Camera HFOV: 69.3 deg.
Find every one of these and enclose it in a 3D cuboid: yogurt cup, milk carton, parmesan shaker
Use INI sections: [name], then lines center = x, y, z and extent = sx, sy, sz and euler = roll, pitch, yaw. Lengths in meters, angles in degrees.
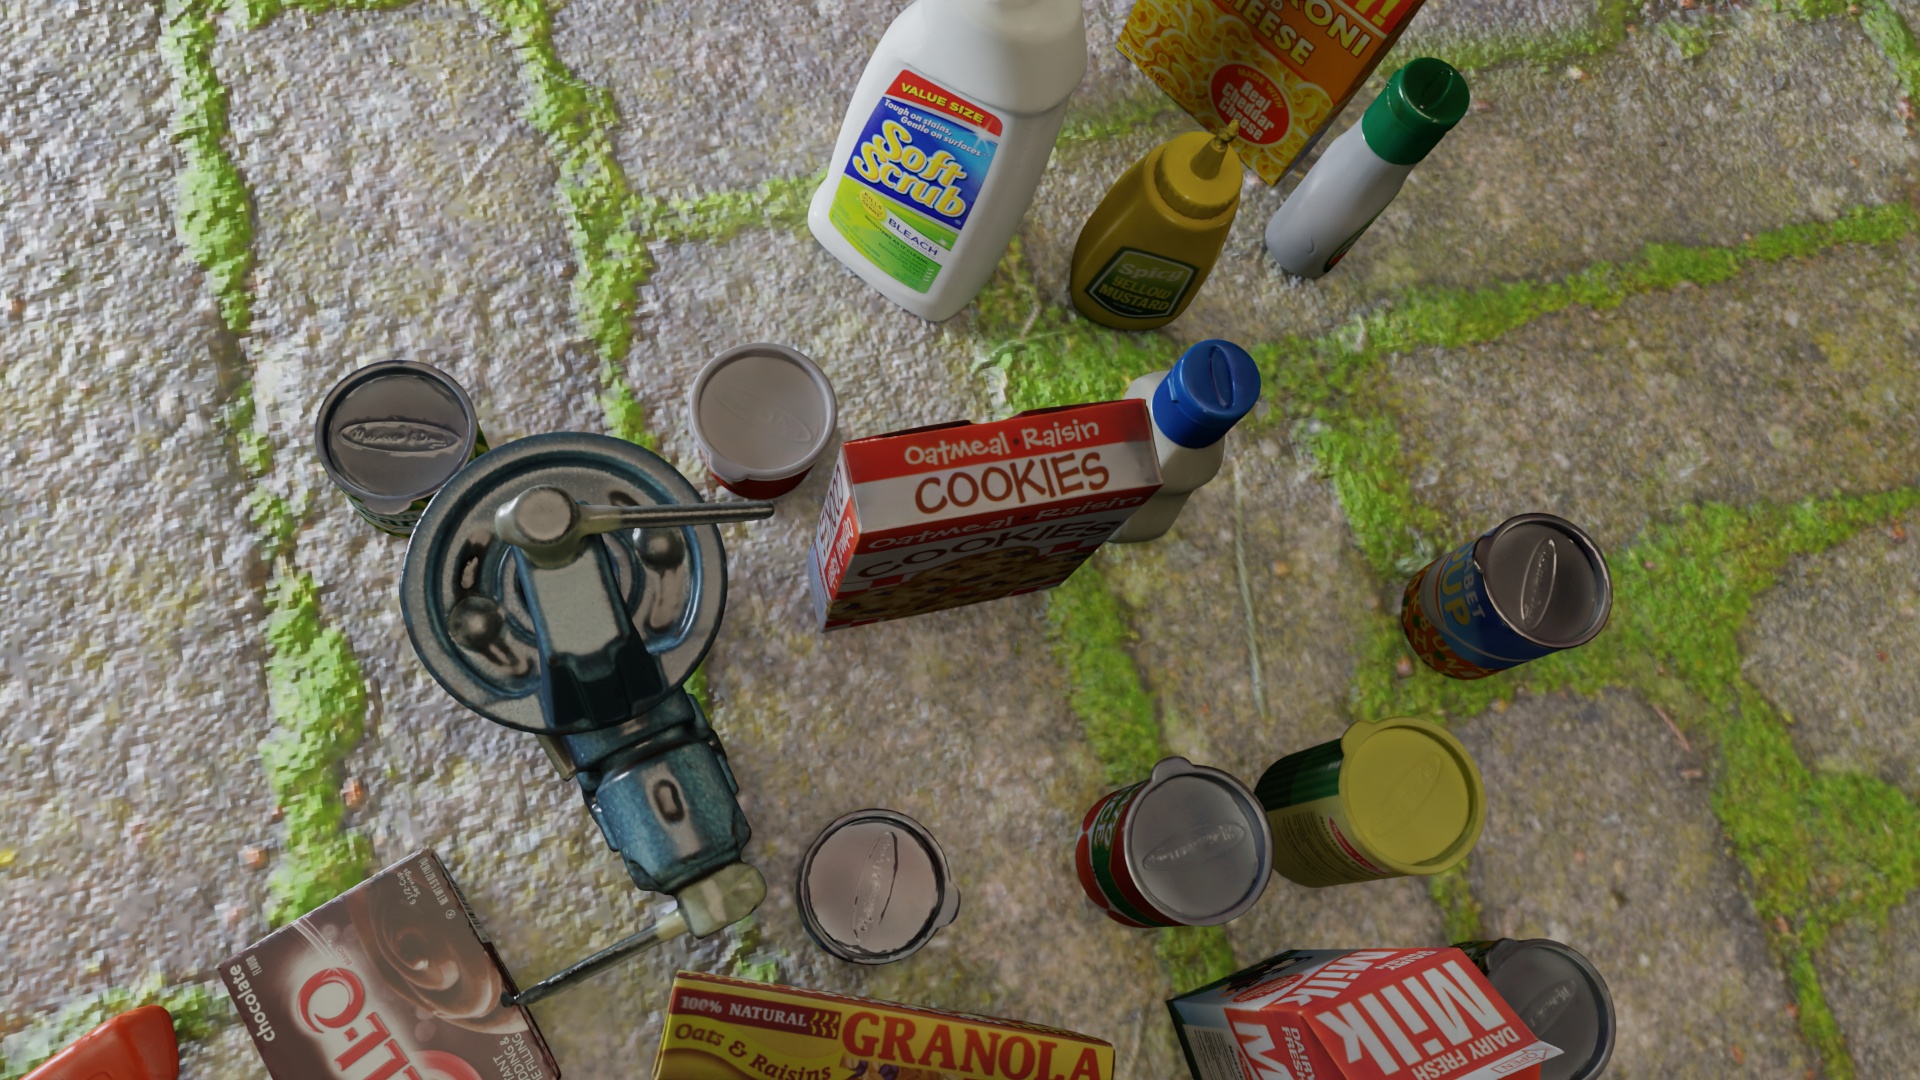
[yogurt cup]
center = -0.094, -0.053, 0.657
extent = 0.072, 0.053, 0.072
euler = 3, 73, -10
[milk carton]
center = 0.155, 0.208, 0.552
extent = 0.072, 0.190, 0.073
euler = -16, 77, -15
[parmesan shaker]
center = 0.179, 0.119, 0.631
extent = 0.071, 0.102, 0.071
euler = 3, 73, -10

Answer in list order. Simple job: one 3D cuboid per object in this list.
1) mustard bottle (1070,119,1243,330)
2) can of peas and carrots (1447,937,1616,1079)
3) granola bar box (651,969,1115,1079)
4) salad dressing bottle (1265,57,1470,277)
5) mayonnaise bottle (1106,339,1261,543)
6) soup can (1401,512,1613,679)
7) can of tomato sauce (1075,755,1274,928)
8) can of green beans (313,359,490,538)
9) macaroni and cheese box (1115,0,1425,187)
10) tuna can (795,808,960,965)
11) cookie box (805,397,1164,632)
[mustard bottle]
center = 0.099, -0.154, 0.670
extent = 0.065, 0.159, 0.049
euler = 13, 72, -7
[can of peas and carrots]
center = 0.252, 0.216, 0.639
extent = 0.071, 0.058, 0.071
euler = 3, 73, -10
[granola bar box]
center = -0.035, 0.202, 0.552
extent = 0.166, 0.124, 0.039
euler = 11, 72, -7
[salad dressing bottle]
center = 0.204, -0.187, 0.707
extent = 0.044, 0.147, 0.064
euler = 38, 70, 2
[mayonnaise bottle]
center = 0.095, -0.046, 0.642
extent = 0.041, 0.147, 0.065
euler = -6, 75, -13
[soup can]
center = 0.265, 0.028, 0.686
extent = 0.071, 0.083, 0.071
euler = 3, 73, -10
[can of tomato sauce]
center = 0.091, 0.137, 0.619
extent = 0.071, 0.083, 0.071
euler = 3, 73, -10
[can of green beans]
center = -0.247, -0.039, 0.621
extent = 0.071, 0.057, 0.071
euler = 3, 73, -10
[macaroni and cheese box]
center = 0.159, -0.274, 0.716
extent = 0.124, 0.166, 0.040
euler = 43, 71, 4
[tuna can]
center = -0.037, 0.154, 0.615
extent = 0.071, 0.032, 0.071
euler = 3, 73, -10
[cookie box]
center = 0.002, -0.008, 0.602
extent = 0.123, 0.167, 0.040
euler = -10, 76, -14
